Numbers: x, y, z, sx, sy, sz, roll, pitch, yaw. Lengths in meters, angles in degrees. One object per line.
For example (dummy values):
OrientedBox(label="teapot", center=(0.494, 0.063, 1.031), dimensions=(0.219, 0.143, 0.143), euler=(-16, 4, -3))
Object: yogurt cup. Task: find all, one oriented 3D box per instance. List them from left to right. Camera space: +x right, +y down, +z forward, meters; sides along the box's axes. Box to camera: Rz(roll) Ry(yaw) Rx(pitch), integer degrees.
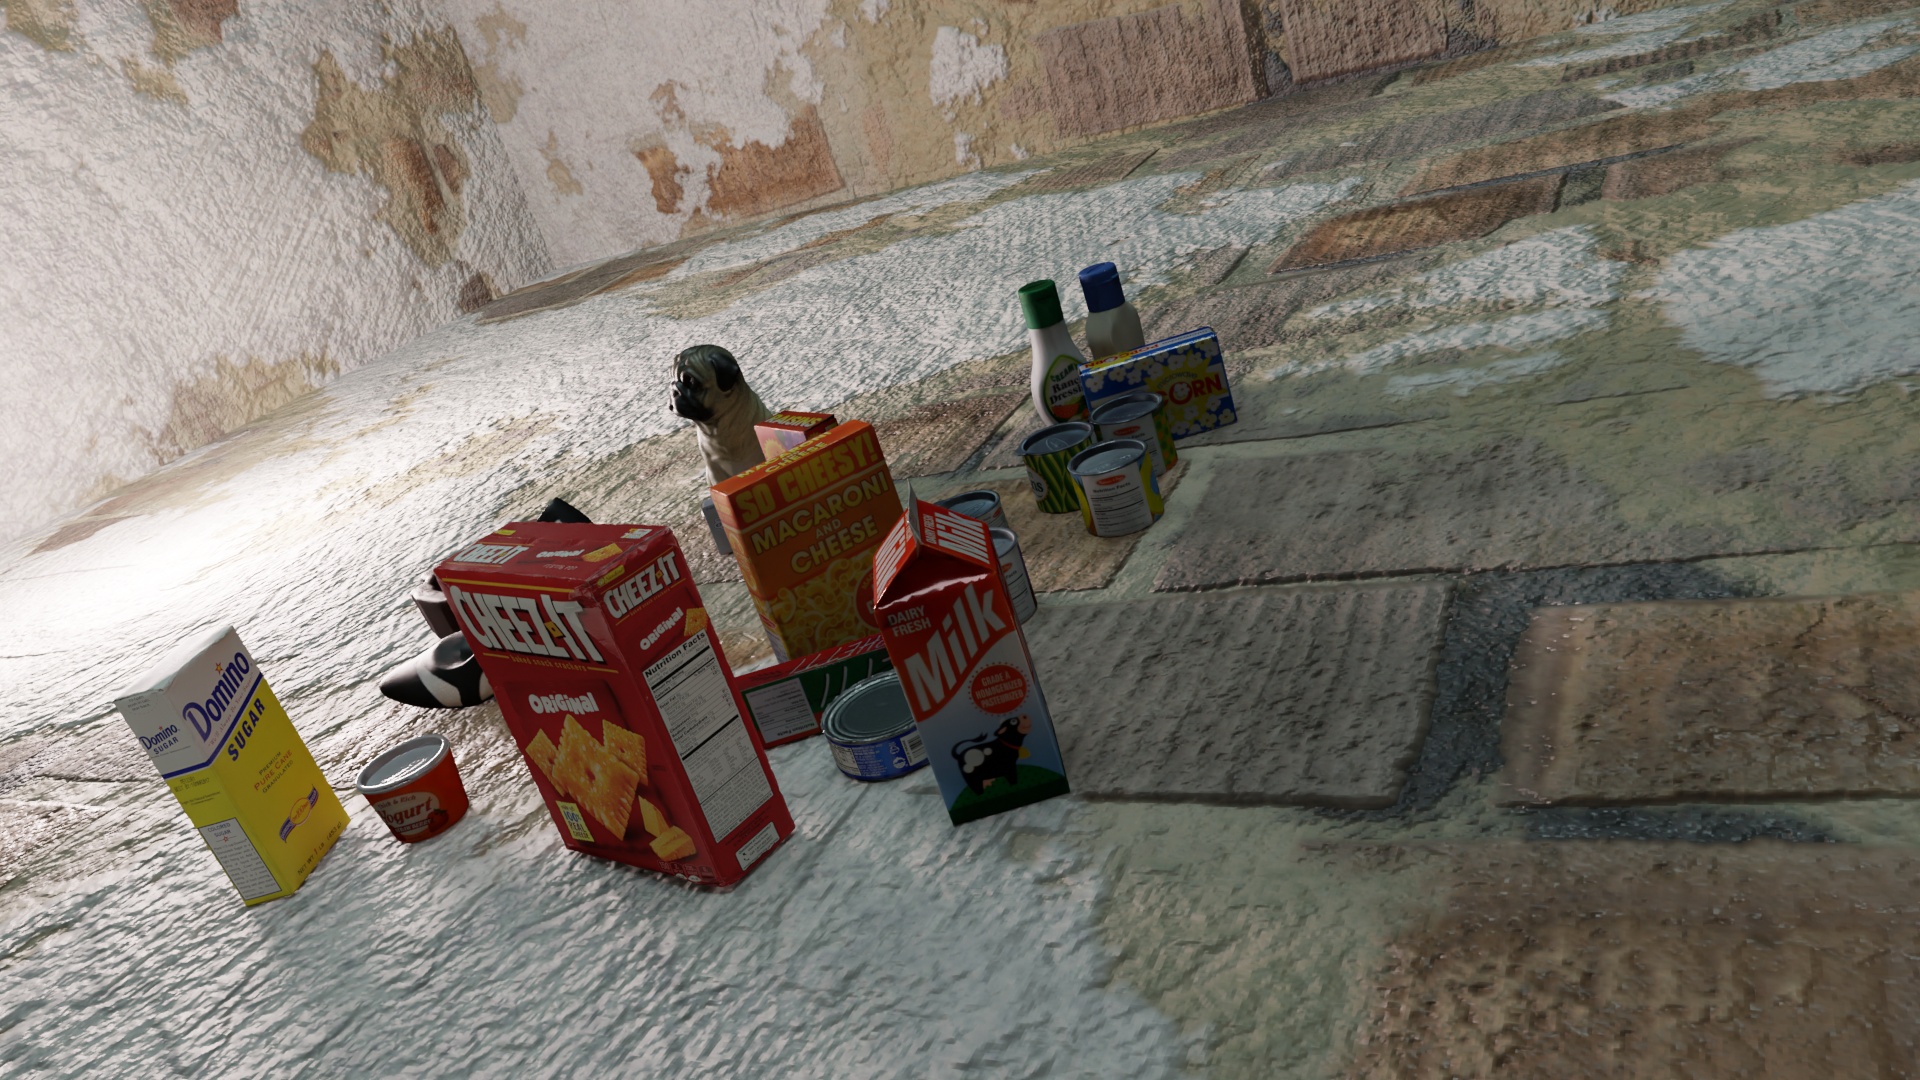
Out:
OrientedBox(label="yogurt cup", center=(-0.391, 0.180, 0.999), dimensions=(0.072, 0.053, 0.073), euler=(-16, 22, 7))

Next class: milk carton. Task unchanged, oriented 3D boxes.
OrientedBox(label="milk carton", center=(0.000, 0.060, 0.797), dimensions=(0.073, 0.189, 0.072), euler=(-17, 22, 3))

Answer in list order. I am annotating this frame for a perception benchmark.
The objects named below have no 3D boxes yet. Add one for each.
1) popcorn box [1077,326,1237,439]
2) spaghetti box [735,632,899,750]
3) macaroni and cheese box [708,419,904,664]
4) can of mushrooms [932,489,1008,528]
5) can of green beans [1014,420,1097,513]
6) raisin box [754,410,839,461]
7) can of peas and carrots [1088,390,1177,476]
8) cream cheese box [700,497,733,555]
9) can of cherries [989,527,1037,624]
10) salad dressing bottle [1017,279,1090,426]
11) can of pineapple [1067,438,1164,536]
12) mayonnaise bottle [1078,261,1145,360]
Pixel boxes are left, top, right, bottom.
OrientedBox(label="popcorn box", center=(0.177, -0.133, 1.250), dimensions=(0.127, 0.085, 0.038), euler=(-16, 22, 5))
OrientedBox(label="spaghetti box", center=(-0.077, 0.098, 0.952), dimensions=(0.250, 0.050, 0.029), euler=(-17, 22, 2))
OrientedBox(label="macaroni and cheese box", center=(-0.097, 0.012, 1.016), dimensions=(0.124, 0.165, 0.040), euler=(-29, 24, -24))
OrientedBox(label="can of mushrooms", center=(0.004, -0.015, 1.176), dimensions=(0.071, 0.033, 0.071), euler=(-16, 22, 7))
OrientedBox(label="can of green beans", center=(0.090, -0.063, 1.190), dimensions=(0.071, 0.057, 0.071), euler=(-16, 22, 7))
OrientedBox(label="raisin box", center=(-0.129, -0.053, 1.250), dimensions=(0.040, 0.123, 0.086), euler=(-32, 26, -31))
OrientedBox(label="can of peas and carrots", center=(0.151, -0.090, 1.206), dimensions=(0.071, 0.058, 0.071), euler=(-16, 22, 7))
OrientedBox(label="cream cheese box", center=(-0.190, -0.028, 1.329), dimensions=(0.104, 0.053, 0.024), euler=(-19, 22, -2))
OrientedBox(label="can of cherries", center=(0.017, 0.030, 1.028), dimensions=(0.071, 0.058, 0.072), euler=(-16, 22, 7))
OrientedBox(label="salad dressing bottle", center=(0.091, -0.175, 1.332), dimensions=(0.064, 0.147, 0.044), euler=(-22, 22, -8))
OrientedBox(label="can of pineapple", center=(0.125, -0.043, 1.117), dimensions=(0.071, 0.057, 0.071), euler=(-16, 22, 7))
OrientedBox(label="mayonnaise bottle", center=(0.148, -0.189, 1.320), dimensions=(0.041, 0.147, 0.065), euler=(3, 30, 42))
